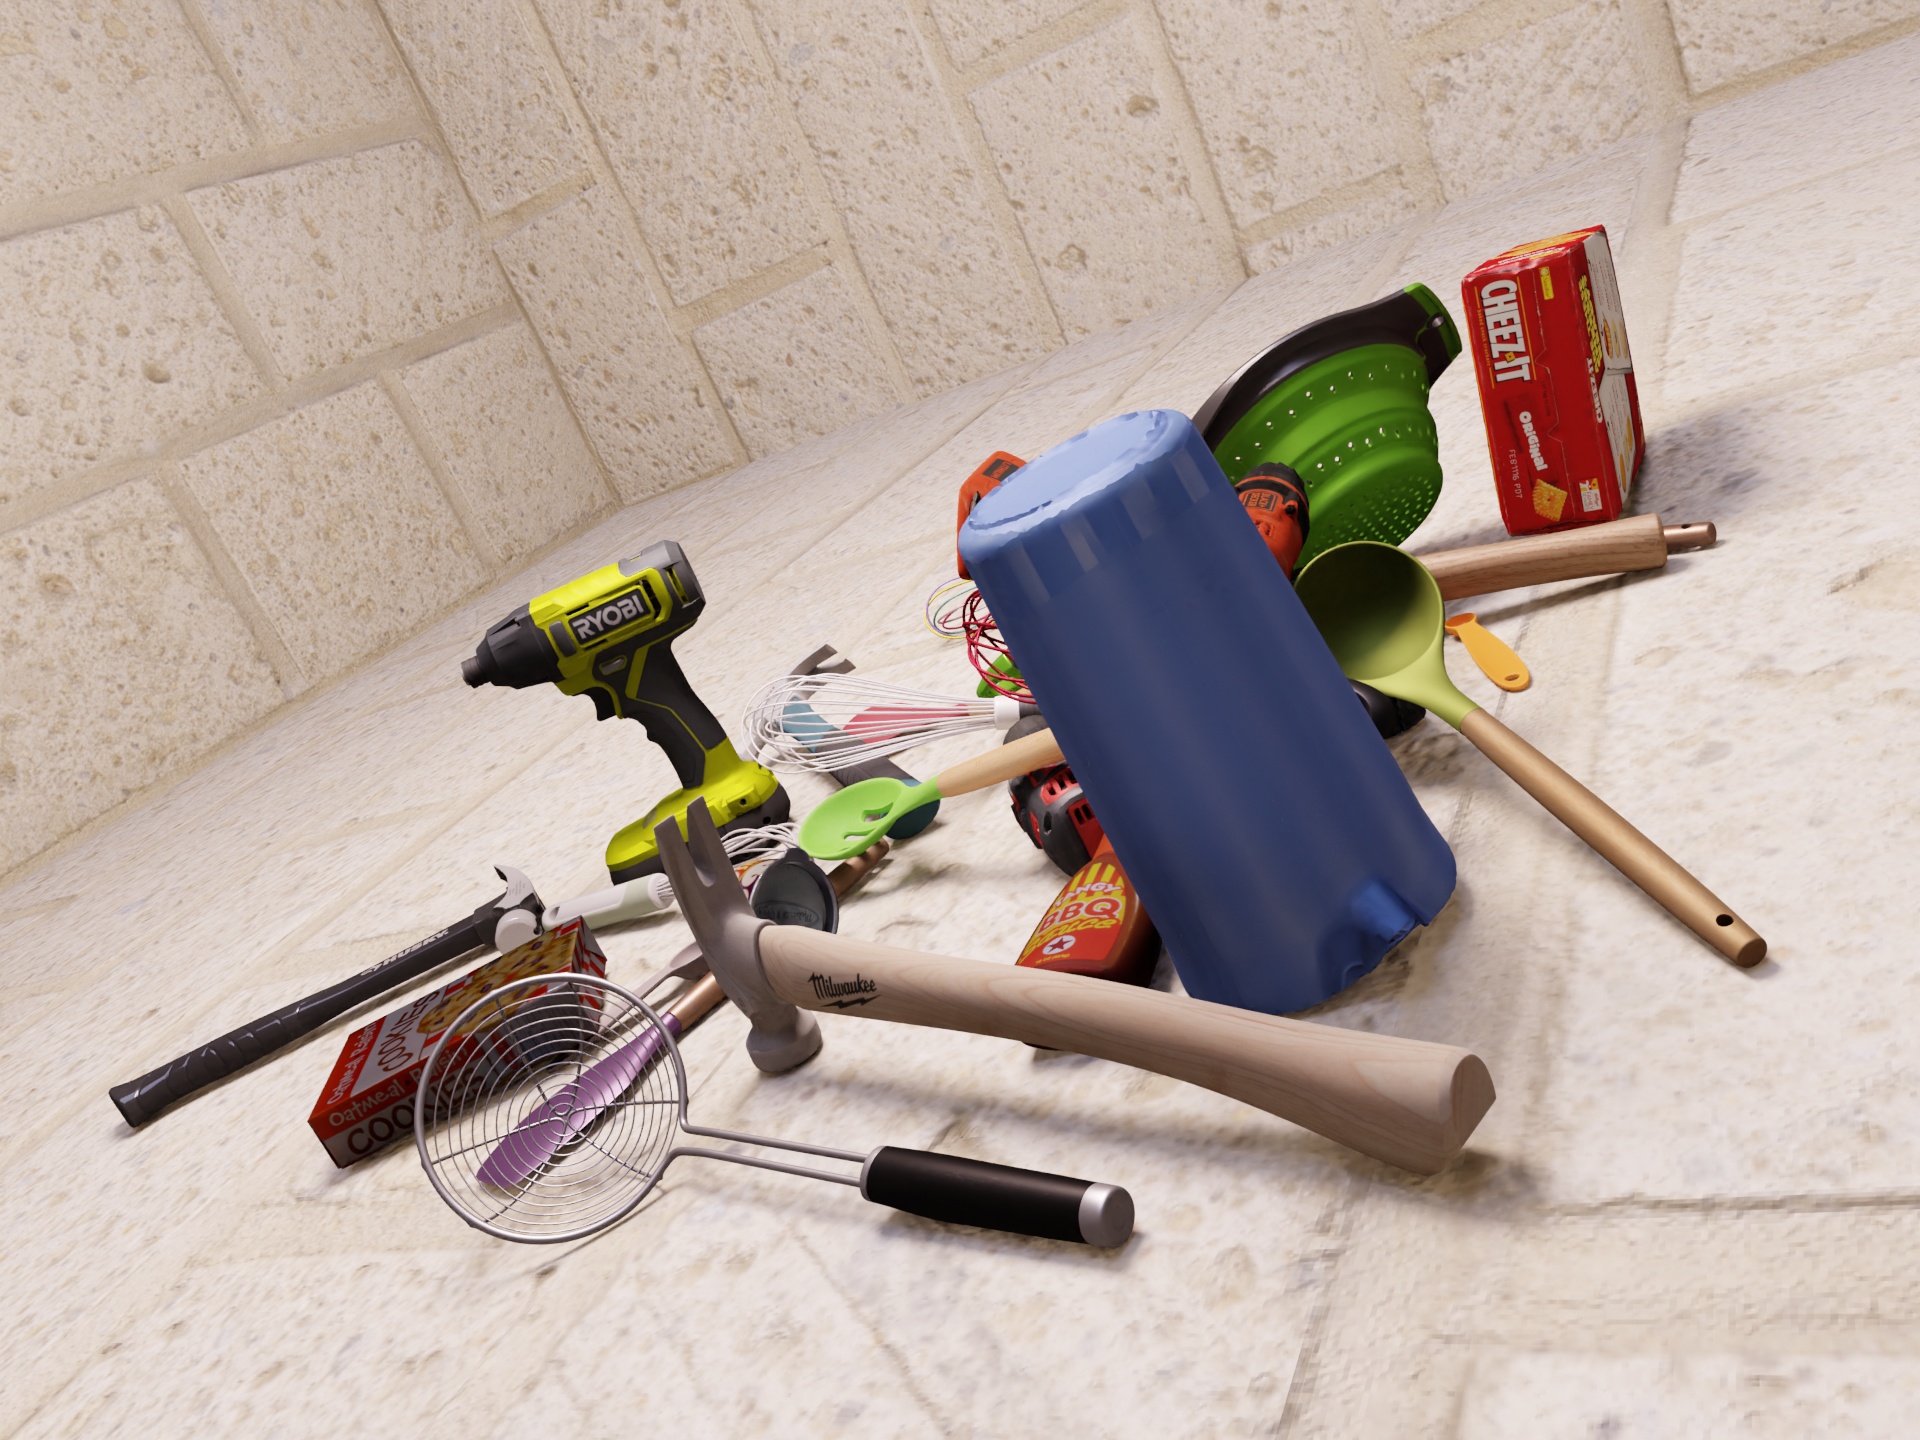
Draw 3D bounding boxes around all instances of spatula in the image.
[{"bbox_3d":[-0.148,0.158,0.913,0.060,0.018,0.316,-5,26,48],"label":"spatula"}]

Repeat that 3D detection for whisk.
[{"bbox_3d":[-0.196,0.113,1.067,0.246,0.059,0.058,-18,46,33],"label":"whisk"},{"bbox_3d":[0.101,-0.027,0.830,0.073,0.073,0.296,-35,31,-30],"label":"whisk"},{"bbox_3d":[0.084,-0.127,1.414,0.245,0.051,0.047,-21,38,-3],"label":"whisk"},{"bbox_3d":[-0.002,-0.002,1.034,0.284,0.070,0.070,-3,19,2],"label":"whisk"}]

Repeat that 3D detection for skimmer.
[{"bbox_3d":[-0.096,0.176,0.672,0.363,0.090,0.127,-5,58,42],"label":"skimmer"}]

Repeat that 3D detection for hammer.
[{"bbox_3d":[-0.460,0.204,1.164,0.335,0.035,0.146,-27,18,-7],"label":"hammer"},{"bbox_3d":[0.019,0.111,0.661,0.411,0.146,0.038,1,30,45],"label":"hammer"},{"bbox_3d":[0.251,-0.082,0.971,0.331,0.129,0.031,-9,51,20],"label":"hammer"},{"bbox_3d":[-0.091,0.023,1.162,0.128,0.033,0.331,-53,26,-3],"label":"hammer"}]

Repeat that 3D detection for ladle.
[{"bbox_3d":[0.237,0.004,0.698,0.078,0.062,0.320,-31,31,0],"label":"ladle"},{"bbox_3d":[0.030,-0.011,1.159,0.315,0.031,0.069,-10,26,33],"label":"ladle"}]

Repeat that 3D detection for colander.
[{"bbox_3d":[0.179,-0.108,1.046,0.397,0.095,0.204,-39,-29,18],"label":"colander"}]

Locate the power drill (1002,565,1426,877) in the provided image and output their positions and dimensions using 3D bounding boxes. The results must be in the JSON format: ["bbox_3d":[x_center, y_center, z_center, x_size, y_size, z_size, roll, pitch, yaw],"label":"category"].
[{"bbox_3d":[0.129,-0.001,0.920,0.226,0.080,0.188,-28,18,-1],"label":"power drill"}]

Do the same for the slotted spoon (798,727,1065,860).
[{"bbox_3d":[0.007,0.032,0.897,0.314,0.031,0.070,-23,26,49],"label":"slotted spoon"}]

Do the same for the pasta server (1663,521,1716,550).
[{"bbox_3d":[0.323,-0.107,1.031,0.316,0.040,0.060,-4,38,46],"label":"pasta server"}]

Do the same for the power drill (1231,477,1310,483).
[{"bbox_3d":[0.203,-0.154,1.265,0.185,0.084,0.226,-30,14,-21],"label":"power drill"}]

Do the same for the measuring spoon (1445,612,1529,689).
[{"bbox_3d":[0.301,-0.038,0.908,0.021,0.011,0.117,-21,21,8],"label":"measuring spoon"}]

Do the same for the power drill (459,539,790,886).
[{"bbox_3d":[-0.230,0.006,1.118,0.171,0.223,0.080,-25,17,-2],"label":"power drill"}]

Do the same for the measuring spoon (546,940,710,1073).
[{"bbox_3d":[-0.191,0.172,0.945,0.124,0.018,0.034,-39,16,-20],"label":"measuring spoon"}]
